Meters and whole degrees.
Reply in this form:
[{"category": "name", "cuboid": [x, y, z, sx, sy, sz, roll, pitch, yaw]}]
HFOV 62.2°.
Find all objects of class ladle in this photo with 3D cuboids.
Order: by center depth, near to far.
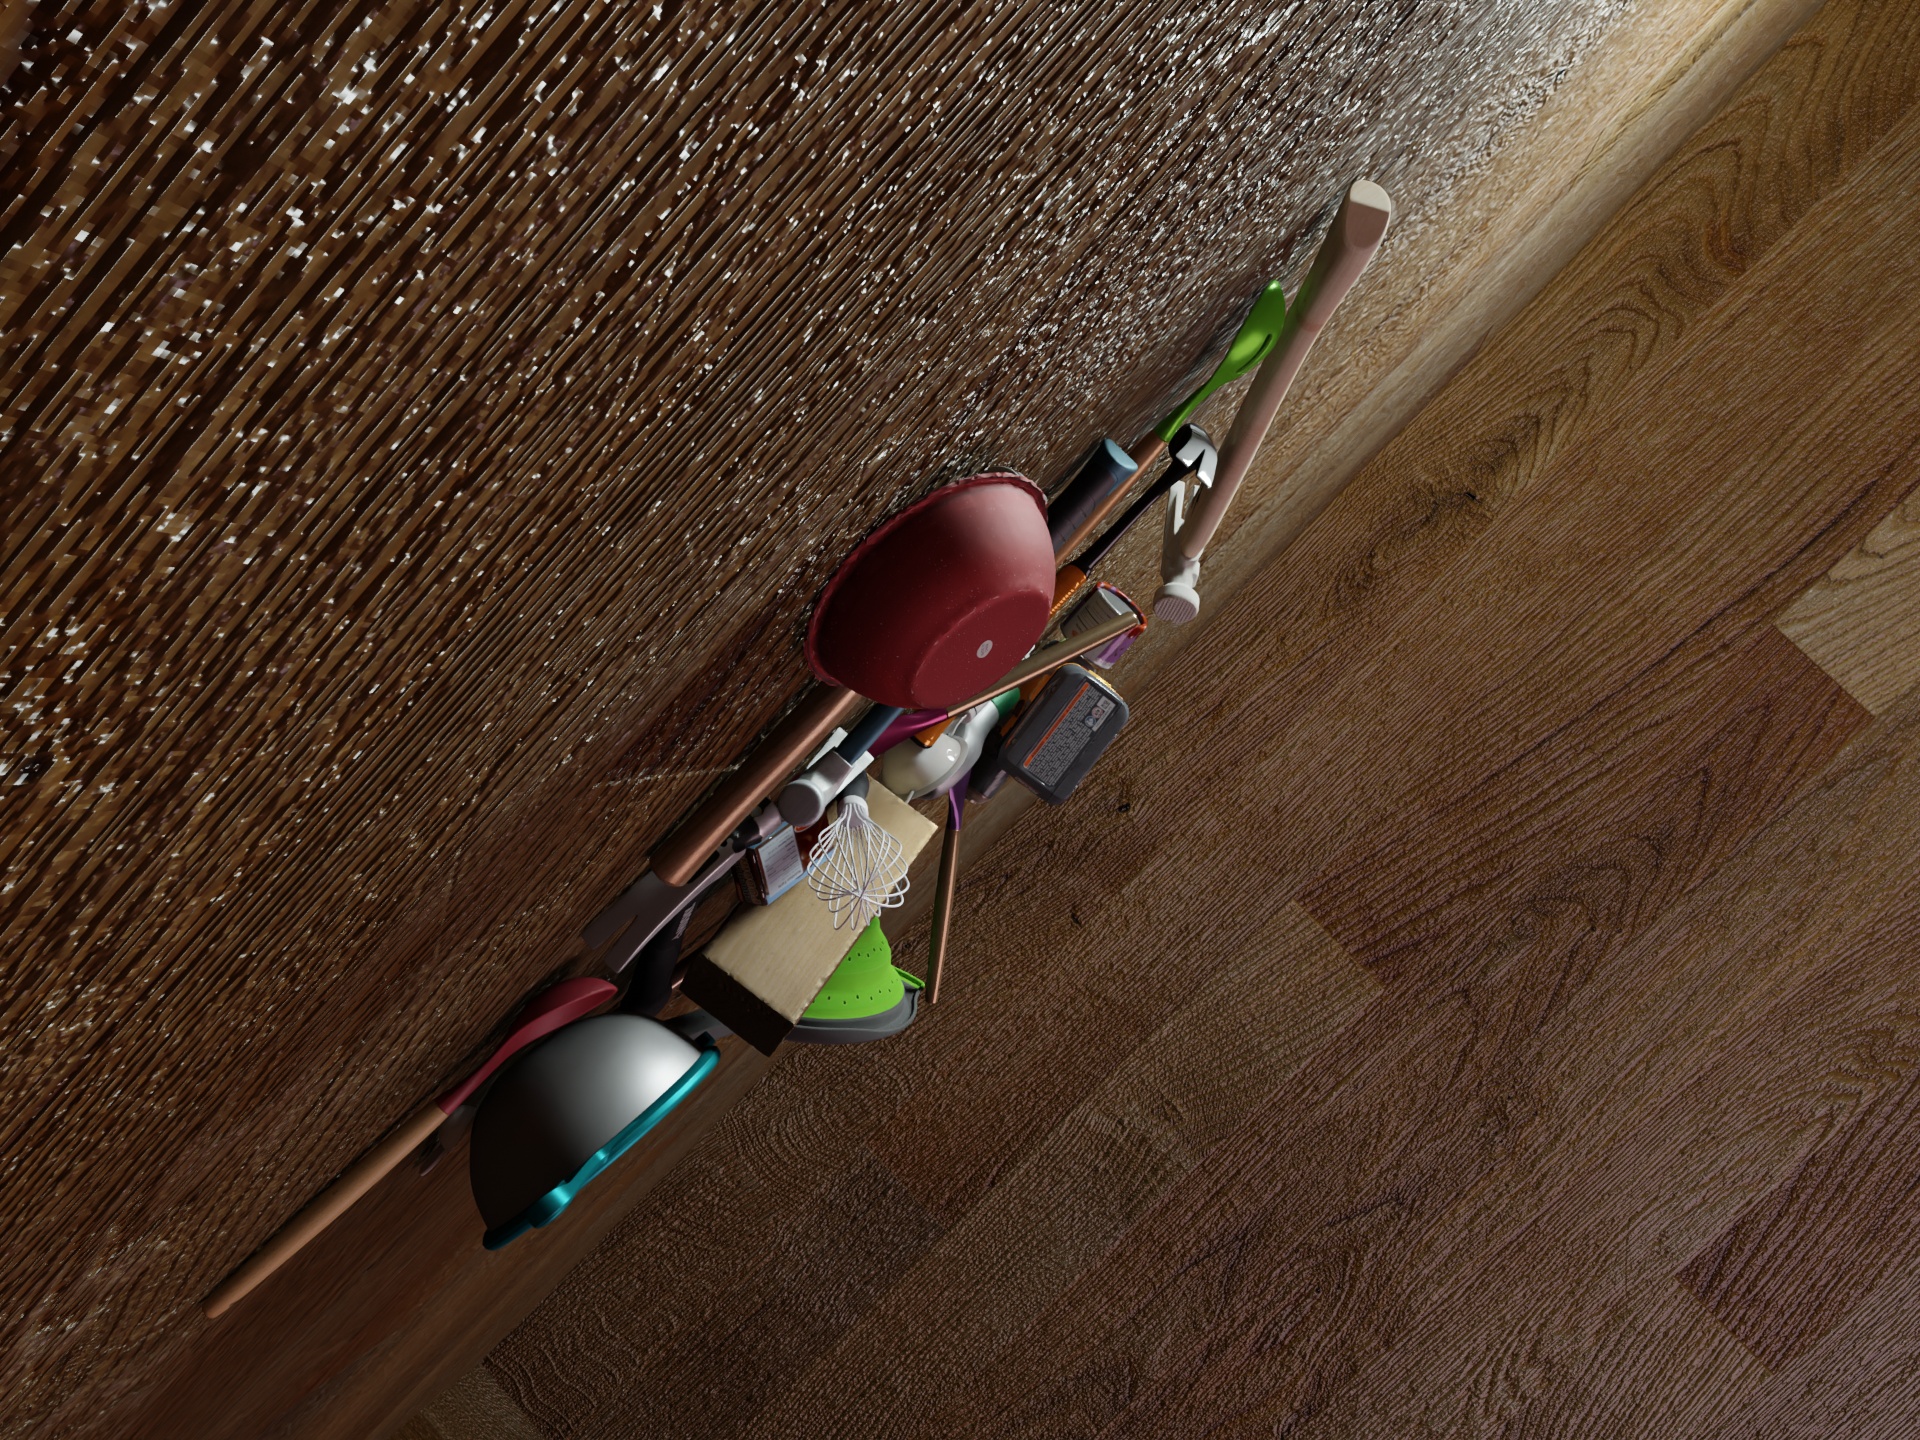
[{"category": "ladle", "cuboid": [-0.355, 0.269, 1.027, 0.315, 0.031, 0.069, -41, 169, -12]}]

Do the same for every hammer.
[{"category": "hammer", "cuboid": [-0.069, -0.022, 0.969, 0.331, 0.031, 0.130, -46, 172, 9]}, {"category": "hammer", "cuboid": [-0.001, -0.060, 1.067, 0.331, 0.033, 0.128, -47, -178, 1]}, {"category": "hammer", "cuboid": [-0.219, 0.164, 1.157, 0.146, 0.035, 0.334, -41, 172, -30]}, {"category": "hammer", "cuboid": [0.228, -0.246, 1.215, 0.410, 0.038, 0.146, 112, -9, -57]}, {"category": "hammer", "cuboid": [0.073, -0.096, 1.246, 0.337, 0.034, 0.127, -45, -172, 20]}]

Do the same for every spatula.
[{"category": "spatula", "cuboid": [-0.011, 0.128, 1.531, 0.060, 0.018, 0.315, -30, 130, -64]}]

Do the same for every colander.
[{"category": "colander", "cuboid": [-0.187, 0.231, 1.452, 0.397, 0.205, 0.094, -9, 111, -51]}]

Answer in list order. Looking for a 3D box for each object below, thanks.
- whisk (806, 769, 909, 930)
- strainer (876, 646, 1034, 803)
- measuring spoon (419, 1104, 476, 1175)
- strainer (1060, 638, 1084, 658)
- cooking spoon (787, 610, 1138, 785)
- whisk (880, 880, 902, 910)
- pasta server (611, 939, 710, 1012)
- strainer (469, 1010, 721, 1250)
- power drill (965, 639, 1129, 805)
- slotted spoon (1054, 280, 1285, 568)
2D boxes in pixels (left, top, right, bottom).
[{"category": "whisk", "cuboid": [-0.074, 0.074, 1.120, 0.070, 0.070, 0.285, -46, -166, 7]}, {"category": "strainer", "cuboid": [-0.002, -0.004, 1.387, 0.087, 0.050, 0.258, -3, -150, 38]}, {"category": "measuring spoon", "cuboid": [-0.379, 0.306, 1.153, 0.124, 0.018, 0.034, -44, -162, 47]}, {"category": "strainer", "cuboid": [0.086, 0.001, 1.764, 0.151, 0.069, 0.256, -42, 171, -18]}, {"category": "cooking spoon", "cuboid": [0.008, -0.017, 1.209, 0.319, 0.017, 0.068, -27, 169, -23]}, {"category": "whisk", "cuboid": [-0.072, 0.110, 1.439, 0.055, 0.055, 0.239, -47, -170, 16]}, {"category": "pasta server", "cuboid": [-0.212, 0.203, 1.380, 0.316, 0.060, 0.040, -35, 138, -36]}, {"category": "strainer", "cuboid": [-0.278, 0.272, 1.092, 0.211, 0.095, 0.340, -39, 179, -7]}, {"category": "power drill", "cuboid": [0.069, 0.017, 1.528, 0.185, 0.084, 0.226, -53, -170, 3]}, {"category": "slotted spoon", "cuboid": [0.130, -0.188, 1.157, 0.313, 0.031, 0.070, -47, 175, 26]}]
